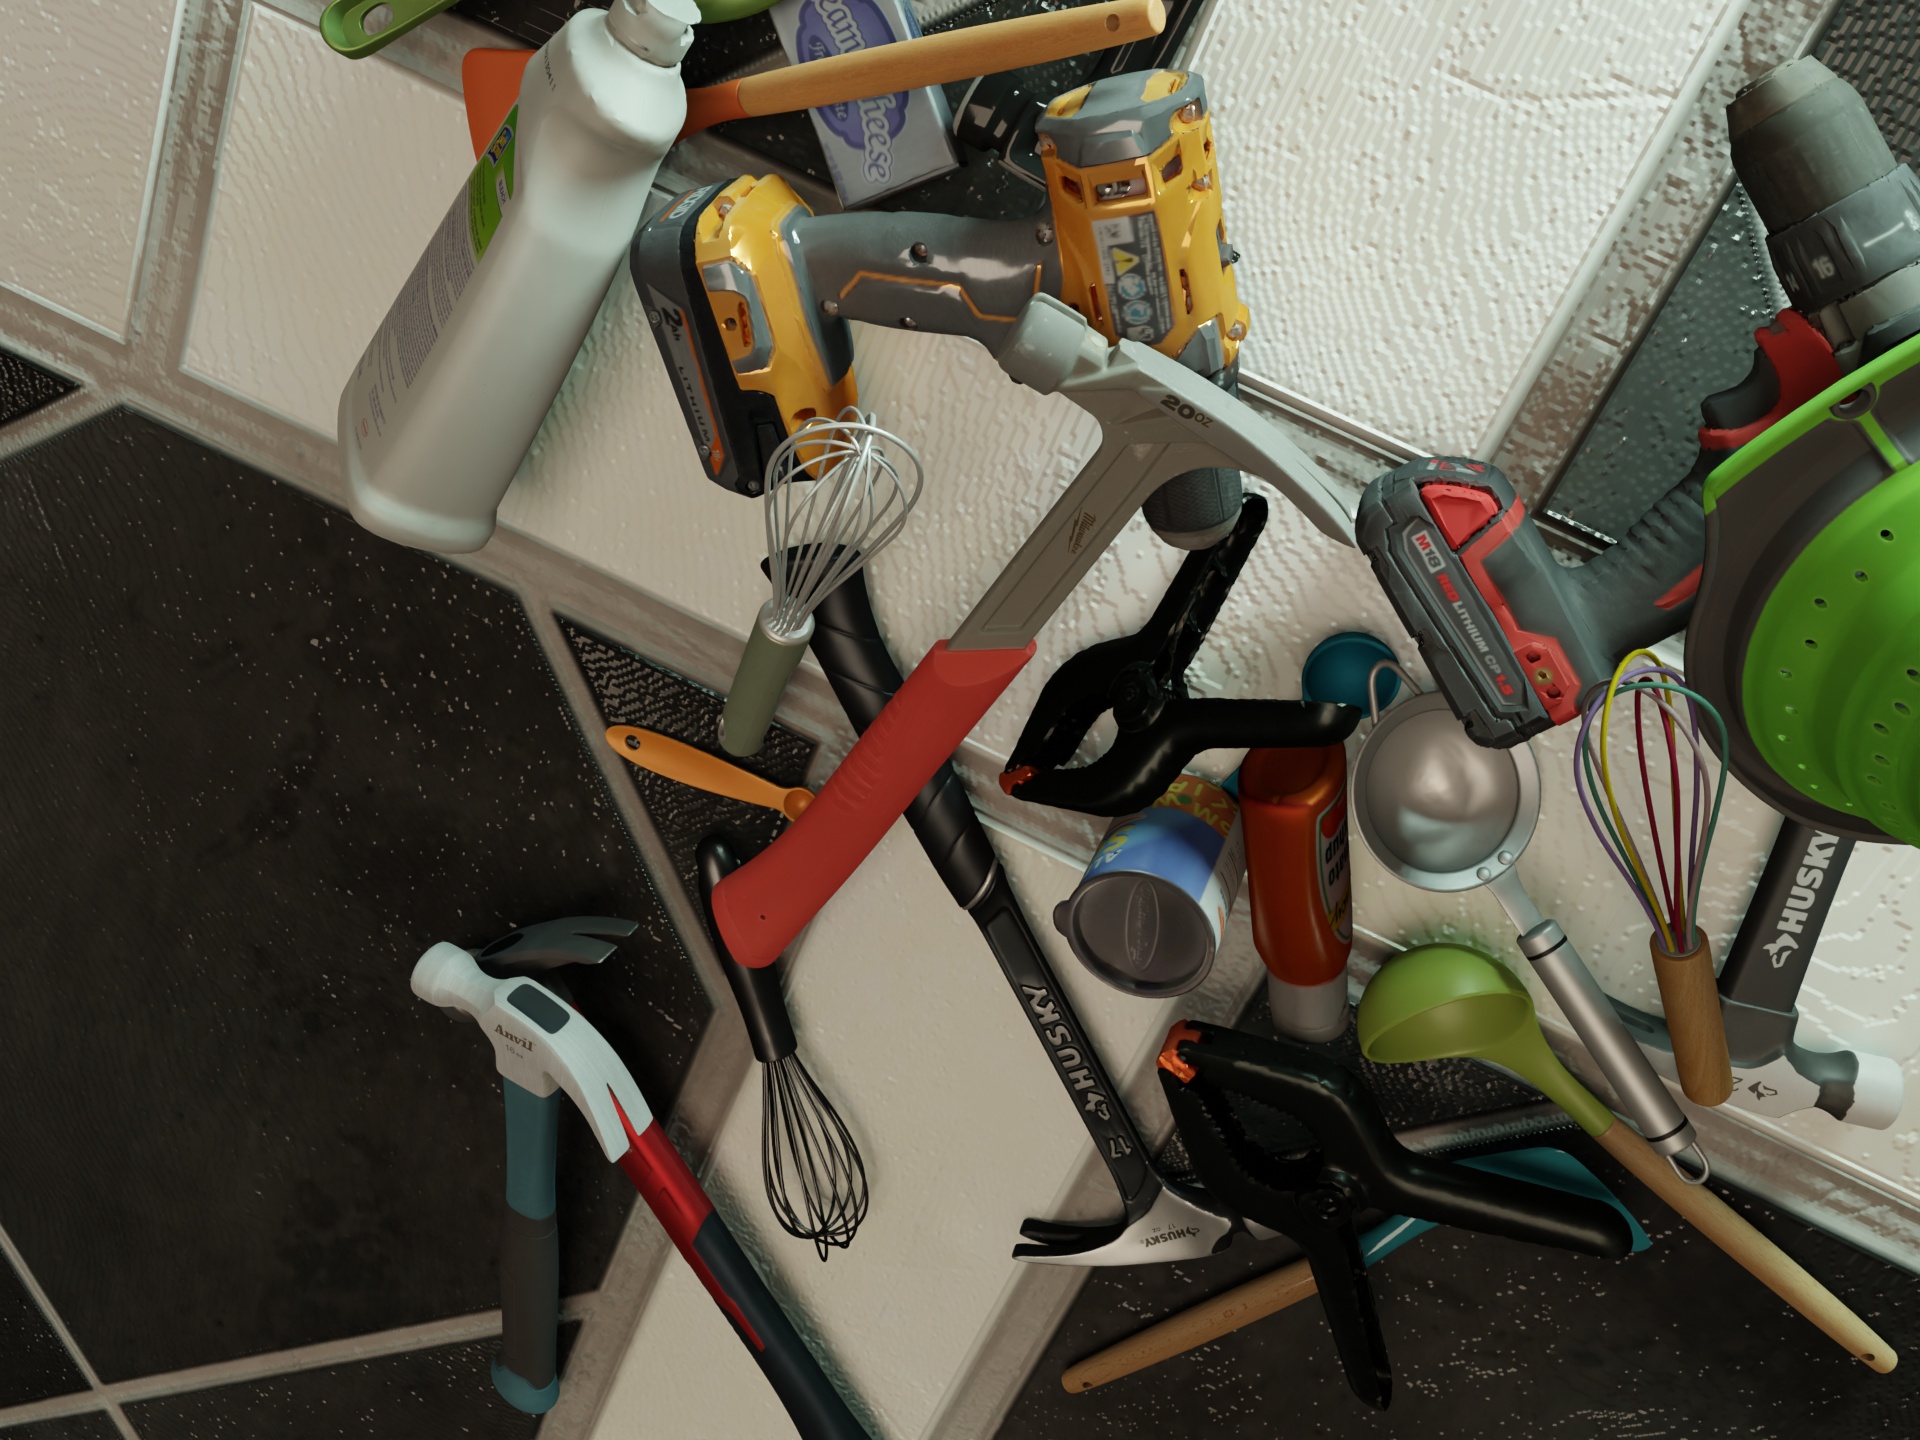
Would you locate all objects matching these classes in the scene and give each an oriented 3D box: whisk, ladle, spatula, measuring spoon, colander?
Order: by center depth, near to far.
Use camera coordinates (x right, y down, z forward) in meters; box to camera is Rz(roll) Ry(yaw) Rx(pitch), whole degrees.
[{"bbox_3d":[0.412,0.034,0.551,0.204,0.095,0.396,-36,119,28],"label":"colander"},{"bbox_3d":[0.280,0.069,0.619,0.051,0.047,0.244,-10,128,24],"label":"whisk"},{"bbox_3d":[-0.070,-0.247,0.625,0.323,0.041,0.081,5,113,34],"label":"spatula"},{"bbox_3d":[-0.071,-0.047,0.675,0.059,0.058,0.246,10,149,-15],"label":"whisk"},{"bbox_3d":[0.147,0.006,0.714,0.042,0.021,0.128,30,124,-12],"label":"measuring spoon"},{"bbox_3d":[0.312,0.210,0.727,0.320,0.062,0.078,39,131,-6],"label":"ladle"},{"bbox_3d":[-0.122,0.024,0.789,0.117,0.011,0.021,19,114,10],"label":"measuring spoon"},{"bbox_3d":[0.176,0.284,0.794,0.317,0.044,0.082,-35,114,24],"label":"spatula"},{"bbox_3d":[-0.096,0.170,0.817,0.055,0.055,0.239,-11,104,17],"label":"whisk"}]

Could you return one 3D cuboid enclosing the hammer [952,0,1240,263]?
[{"bbox_3d":[0.126,-0.338,0.575,0.127,0.034,0.336,30,114,2],"label":"hammer"}]

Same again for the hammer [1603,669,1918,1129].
[{"bbox_3d":[0.359,0.012,0.651,0.146,0.035,0.334,12,113,8],"label":"hammer"}]

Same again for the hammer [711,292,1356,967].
[{"bbox_3d":[-0.001,-0.002,0.677,0.149,0.037,0.359,31,125,-12],"label":"hammer"}]

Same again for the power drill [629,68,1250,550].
[{"bbox_3d":[0.003,-0.145,0.640,0.226,0.084,0.185,-4,125,19],"label":"power drill"}]

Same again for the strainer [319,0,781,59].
[{"bbox_3d":[-0.153,-0.328,0.607,0.256,0.069,0.151,-23,91,15],"label":"strainer"}]

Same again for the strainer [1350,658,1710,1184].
[{"bbox_3d":[0.241,0.087,0.680,0.087,0.050,0.258,-32,86,-9],"label":"strainer"}]

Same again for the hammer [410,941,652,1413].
[{"bbox_3d":[-0.233,0.268,0.859,0.128,0.033,0.330,24,127,17],"label":"hammer"}]

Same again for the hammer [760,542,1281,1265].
[{"bbox_3d":[0.015,0.097,0.768,0.149,0.036,0.408,-23,103,22],"label":"hammer"}]

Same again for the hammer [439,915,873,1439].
[{"bbox_3d":[-0.131,0.273,0.853,0.143,0.038,0.386,-18,108,38],"label":"hammer"}]

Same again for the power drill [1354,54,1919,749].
[{"bbox_3d":[0.263,-0.109,0.592,0.226,0.080,0.188,-29,94,26],"label":"power drill"}]
